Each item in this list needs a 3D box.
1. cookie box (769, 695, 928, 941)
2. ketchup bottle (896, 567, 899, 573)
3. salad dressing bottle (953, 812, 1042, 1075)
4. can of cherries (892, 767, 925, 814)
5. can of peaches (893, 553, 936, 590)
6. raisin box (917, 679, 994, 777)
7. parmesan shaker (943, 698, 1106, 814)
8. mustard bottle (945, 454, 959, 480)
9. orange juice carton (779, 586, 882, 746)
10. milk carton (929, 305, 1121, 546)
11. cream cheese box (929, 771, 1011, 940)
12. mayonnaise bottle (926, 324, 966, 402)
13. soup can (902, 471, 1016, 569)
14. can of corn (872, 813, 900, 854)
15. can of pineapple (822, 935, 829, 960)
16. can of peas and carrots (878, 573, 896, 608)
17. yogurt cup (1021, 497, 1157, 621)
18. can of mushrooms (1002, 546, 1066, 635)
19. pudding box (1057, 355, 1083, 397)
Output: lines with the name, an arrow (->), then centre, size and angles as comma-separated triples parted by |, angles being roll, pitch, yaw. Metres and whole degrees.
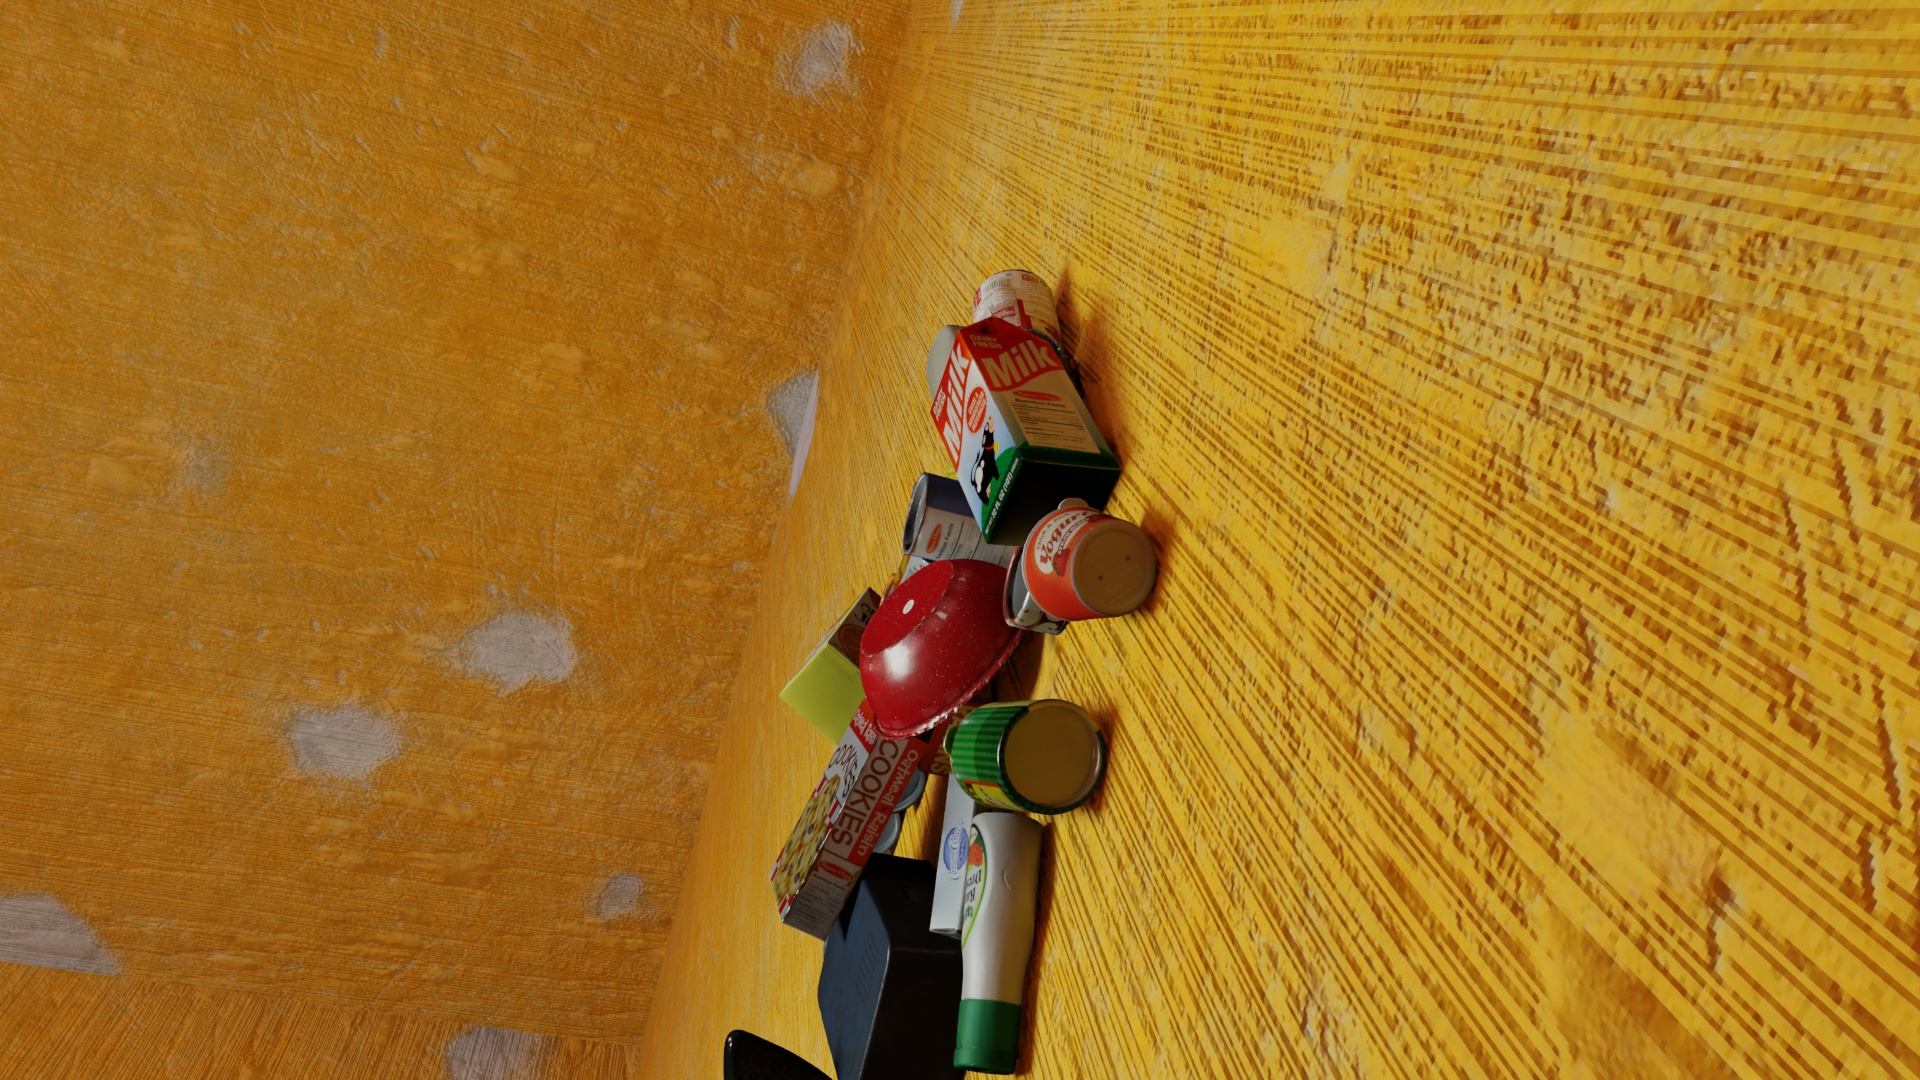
cookie box -> -0.088, 0.210, 1.079 | 0.167, 0.040, 0.123 | -62, 12, -3
ketchup bottle -> -0.025, 0.004, 1.274 | 0.148, 0.043, 0.065 | 122, 158, -56
salad dressing bottle -> 0.022, 0.241, 0.835 | 0.064, 0.044, 0.148 | 115, 164, -63
can of cherries -> -0.063, 0.195, 1.213 | 0.058, 0.071, 0.071 | -112, 37, -70
can of peaches -> -0.017, 0.024, 1.178 | 0.071, 0.071, 0.057 | -93, 20, -51
raisin box -> -0.006, 0.113, 1.095 | 0.124, 0.040, 0.085 | -93, 20, -53
parmesan shaker -> 0.036, 0.127, 0.824 | 0.103, 0.071, 0.071 | 151, 131, -73
mustard bottle -> 0.016, -0.086, 1.177 | 0.065, 0.049, 0.160 | 145, 137, -68
orange juice carton -> -0.094, 0.107, 1.294 | 0.073, 0.072, 0.193 | -47, 4, 20
milk carton -> 0.034, -0.081, 0.946 | 0.191, 0.073, 0.072 | -112, 35, -46
cream cheese box -> 0.009, 0.208, 0.907 | 0.024, 0.053, 0.104 | -7, 63, 30
mayonnaise bottle -> 0.005, -0.106, 1.103 | 0.149, 0.041, 0.064 | -104, 27, -44
soup can -> 0.004, -0.013, 1.077 | 0.071, 0.084, 0.071 | -165, 88, -77
can of corn -> -0.089, 0.250, 1.266 | 0.058, 0.071, 0.071 | -117, 42, -72
can of pineapple -> -0.078, 0.324, 1.153 | 0.071, 0.058, 0.071 | -166, 88, -77
can of peas and carrots -> -0.040, 0.066, 1.248 | 0.071, 0.059, 0.071 | -165, 88, -77
yogurt cup -> 0.076, 0.014, 0.788 | 0.054, 0.072, 0.072 | -175, 98, -69
can of mushrooms -> 0.053, 0.029, 0.935 | 0.071, 0.033, 0.071 | -166, 88, -77
pudding box -> 0.061, -0.091, 1.028 | 0.050, 0.030, 0.083 | -97, 23, -54
